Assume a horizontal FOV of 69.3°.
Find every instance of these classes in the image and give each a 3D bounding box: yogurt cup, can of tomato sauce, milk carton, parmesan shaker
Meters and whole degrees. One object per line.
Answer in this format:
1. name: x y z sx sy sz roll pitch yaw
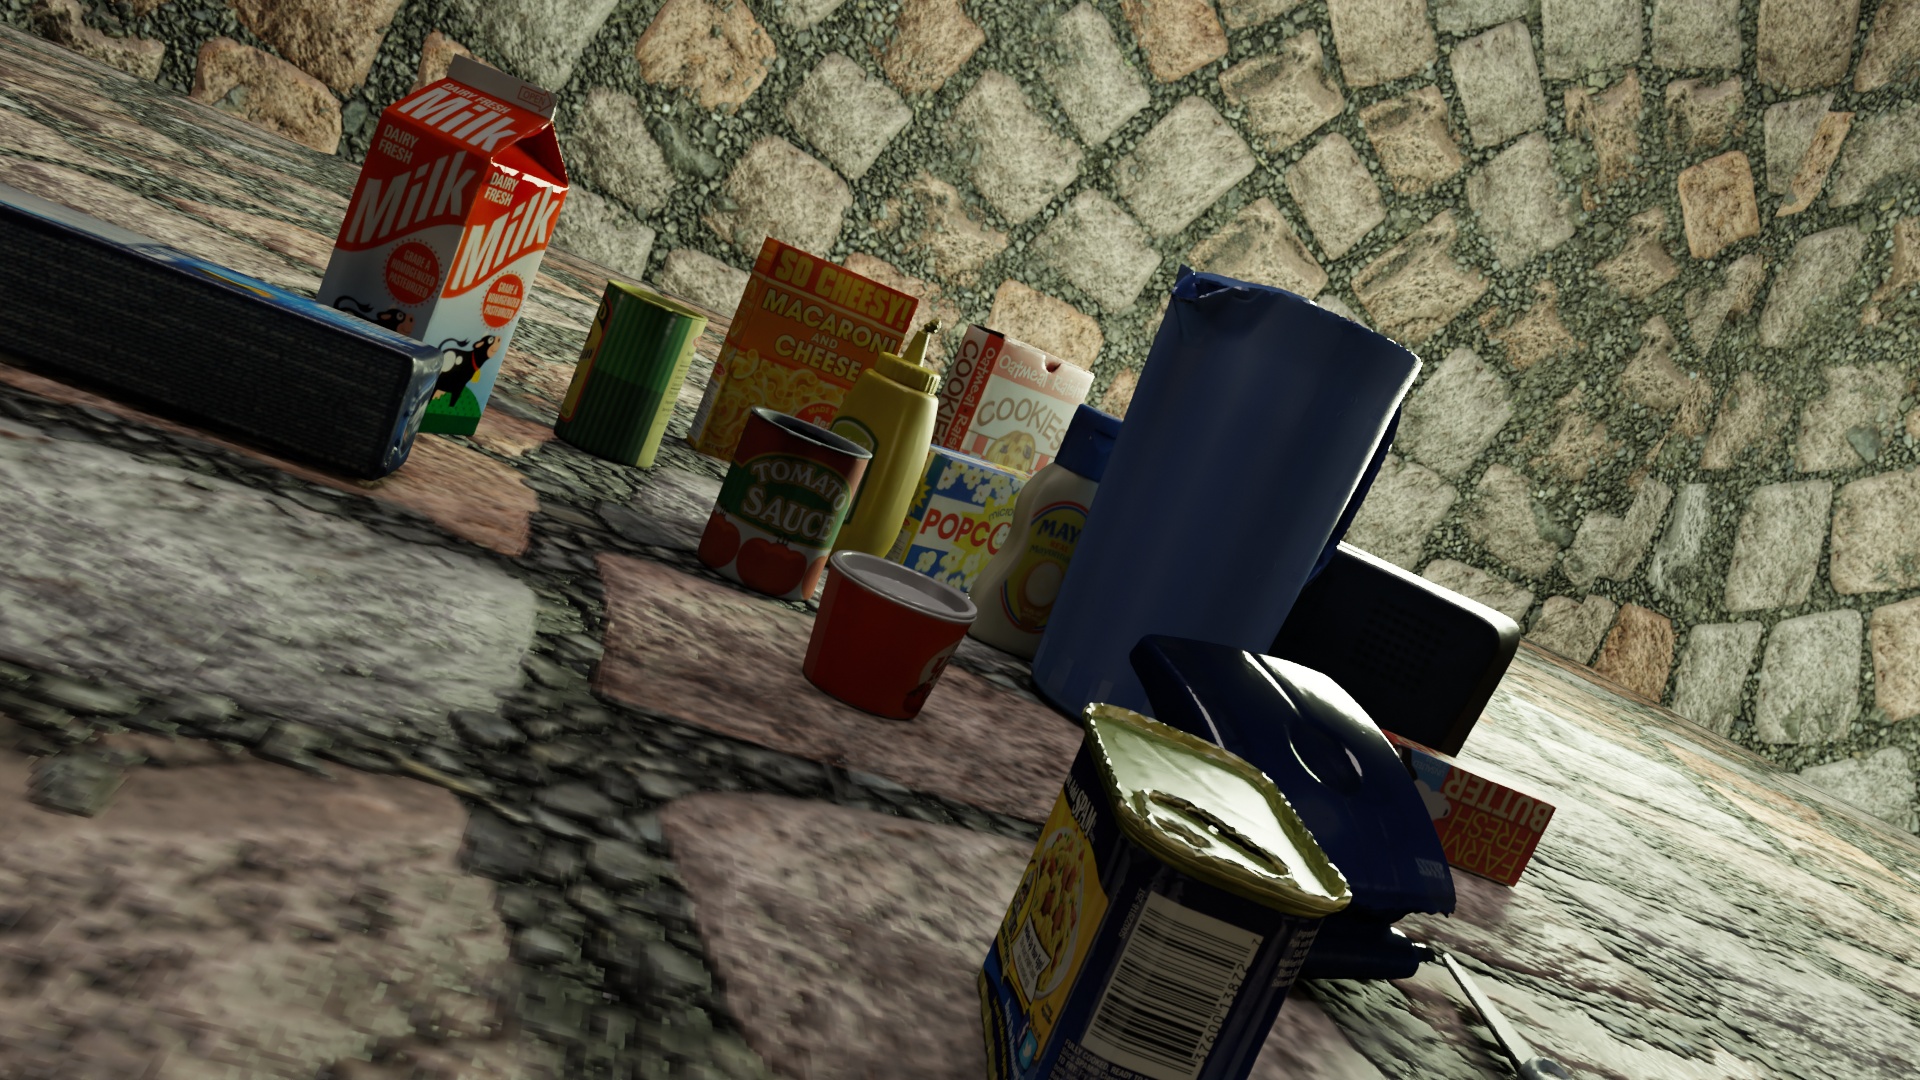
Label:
1. yogurt cup: -0.033 0.042 0.601 0.072 0.054 0.072 23 8 -3
2. can of tomato sauce: -0.092 -0.018 0.721 0.071 0.083 0.071 23 8 -3
3. milk carton: -0.273 -0.156 0.735 0.072 0.190 0.073 25 8 14
4. parmesan shaker: -0.210 -0.105 0.879 0.071 0.103 0.071 23 8 -3

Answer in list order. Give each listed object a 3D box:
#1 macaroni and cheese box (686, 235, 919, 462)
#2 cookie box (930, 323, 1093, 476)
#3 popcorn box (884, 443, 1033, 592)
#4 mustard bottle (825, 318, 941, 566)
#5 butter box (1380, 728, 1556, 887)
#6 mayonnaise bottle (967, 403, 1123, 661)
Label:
1. macaroni and cheese box: -0.120 -0.131 1.059 0.124 0.166 0.040 19 9 -29
2. cookie box: 0.025 -0.068 1.048 0.040 0.167 0.123 29 10 36
3. popcorn box: 0.003 -0.012 0.922 0.038 0.085 0.127 29 10 39
4. mustard bottle: -0.050 -0.061 0.835 0.065 0.160 0.049 29 10 35
5. butter box: 0.261 0.144 0.744 0.103 0.053 0.024 21 8 -11
6. mayonnaise bottle: 0.056 -0.005 0.805 0.065 0.148 0.041 22 8 -11
